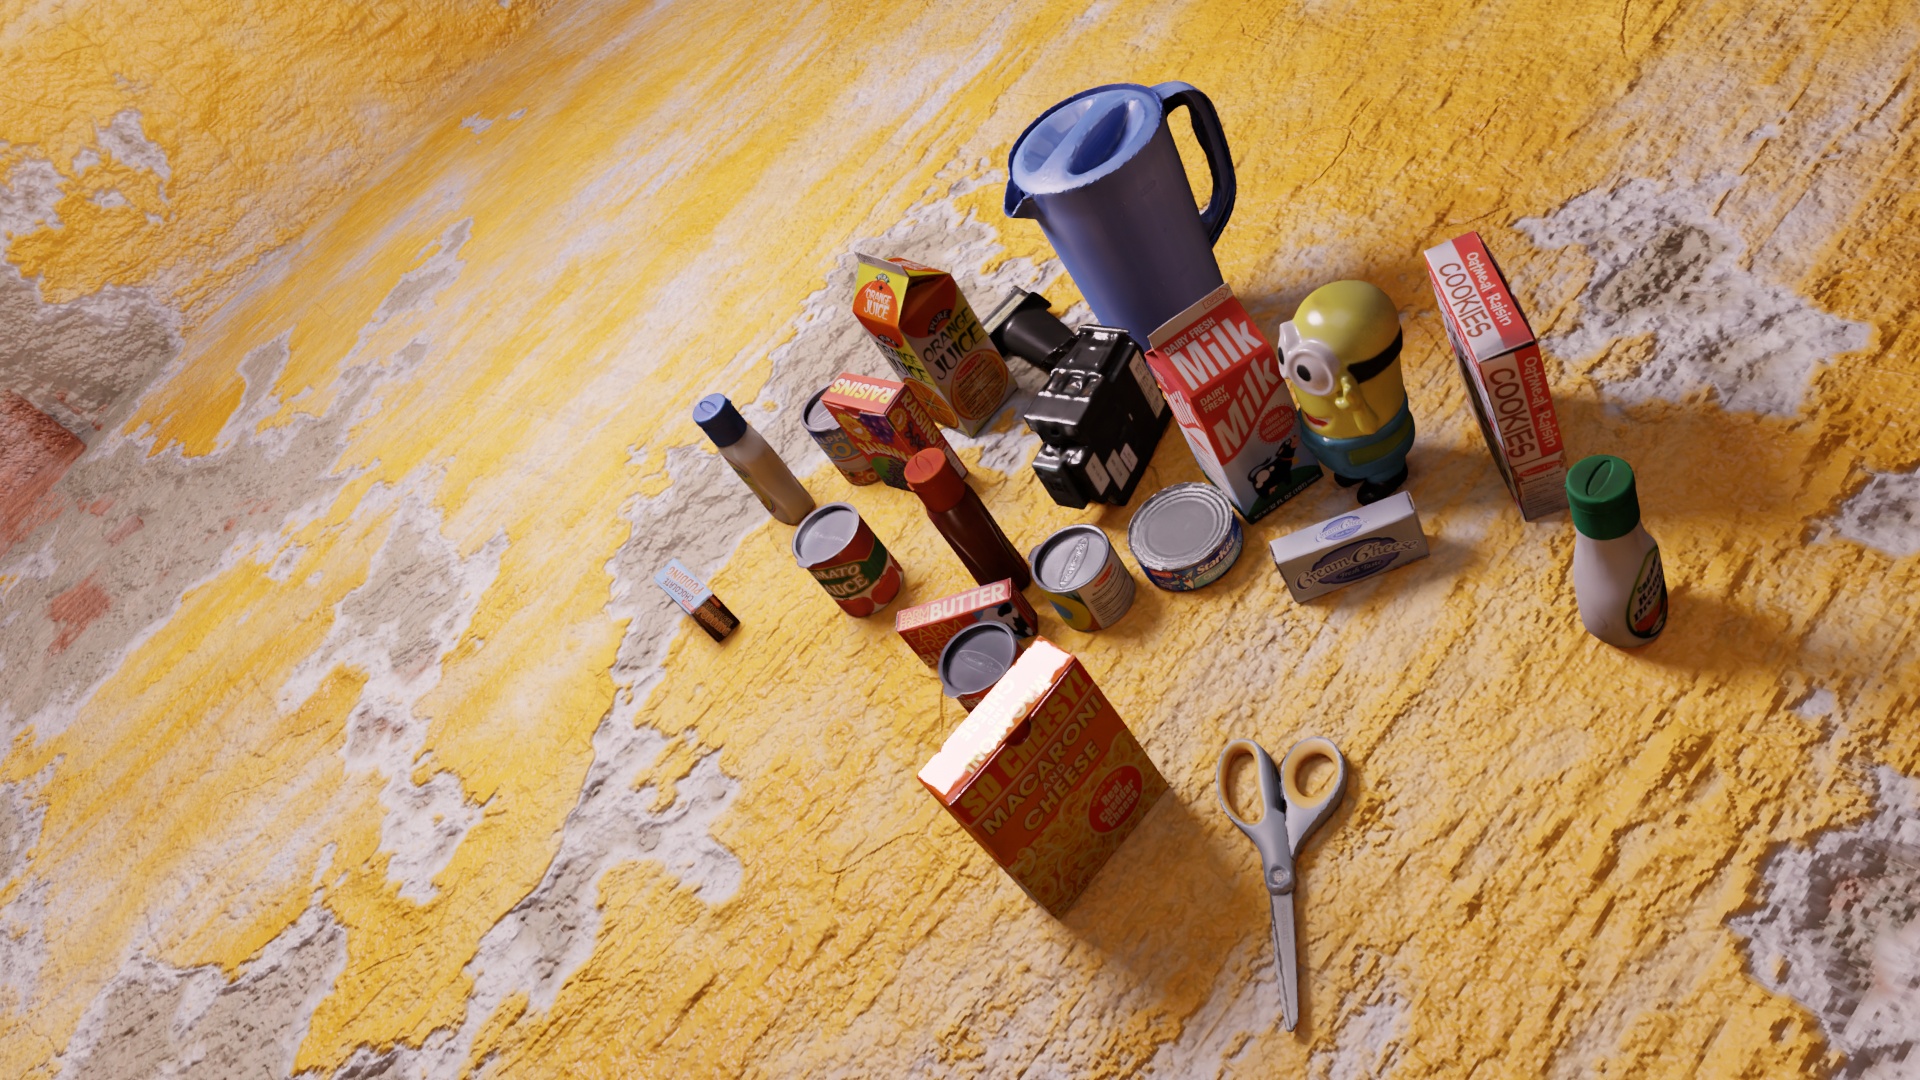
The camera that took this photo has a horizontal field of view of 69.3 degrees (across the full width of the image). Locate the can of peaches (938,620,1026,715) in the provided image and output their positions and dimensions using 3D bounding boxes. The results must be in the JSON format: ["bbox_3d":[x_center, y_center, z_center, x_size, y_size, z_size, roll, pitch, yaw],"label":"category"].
[{"bbox_3d":[0.023,0.107,1.069,0.071,0.058,0.071,-18,45,19],"label":"can of peaches"}]

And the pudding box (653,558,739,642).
[{"bbox_3d":[-0.248,0.055,1.299,0.030,0.049,0.084,-46,43,-10],"label":"pudding box"}]

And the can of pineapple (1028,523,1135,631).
[{"bbox_3d":[0.096,0.029,1.092,0.071,0.057,0.071,-18,45,19],"label":"can of pineapple"}]

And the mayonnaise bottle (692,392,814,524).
[{"bbox_3d":[-0.198,-0.078,1.313,0.041,0.147,0.065,-48,43,-12],"label":"mayonnaise bottle"}]

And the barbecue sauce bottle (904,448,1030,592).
[{"bbox_3d":[0.004,-0.014,1.123,0.044,0.148,0.065,-38,42,-1],"label":"barbecue sauce bottle"}]

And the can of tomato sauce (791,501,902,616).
[{"bbox_3d":[-0.098,0.019,1.209,0.071,0.082,0.071,-18,45,19],"label":"can of tomato sauce"}]

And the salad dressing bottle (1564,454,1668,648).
[{"bbox_3d":[0.398,0.008,0.846,0.044,0.147,0.064,20,65,43],"label":"salad dressing bottle"}]

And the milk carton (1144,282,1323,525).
[{"bbox_3d":[0.202,-0.107,1.046,0.072,0.190,0.074,-35,42,2],"label":"milk carton"}]

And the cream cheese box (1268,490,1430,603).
[{"bbox_3d":[0.279,0.006,0.996,0.103,0.053,0.024,-22,44,16],"label":"cream cheese box"}]

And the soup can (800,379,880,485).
[{"bbox_3d":[-0.102,-0.101,1.319,0.071,0.083,0.072,-18,45,19],"label":"soup can"}]

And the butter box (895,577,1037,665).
[{"bbox_3d":[0.005,0.067,1.120,0.103,0.053,0.024,-17,45,20],"label":"butter box"}]

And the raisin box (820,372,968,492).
[{"bbox_3d":[-0.059,-0.094,1.255,0.086,0.123,0.040,17,63,42],"label":"raisin box"}]

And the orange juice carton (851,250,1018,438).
[{"bbox_3d":[-0.030,-0.189,1.270,0.073,0.192,0.072,-49,43,-13],"label":"orange juice carton"}]

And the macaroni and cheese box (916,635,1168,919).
[{"bbox_3d":[0.060,0.159,0.917,0.124,0.166,0.040,-48,43,-13],"label":"macaroni and cheese box"}]

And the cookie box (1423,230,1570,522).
[{"bbox_3d":[0.373,-0.112,0.956,0.040,0.167,0.123,-21,44,16],"label":"cookie box"}]
